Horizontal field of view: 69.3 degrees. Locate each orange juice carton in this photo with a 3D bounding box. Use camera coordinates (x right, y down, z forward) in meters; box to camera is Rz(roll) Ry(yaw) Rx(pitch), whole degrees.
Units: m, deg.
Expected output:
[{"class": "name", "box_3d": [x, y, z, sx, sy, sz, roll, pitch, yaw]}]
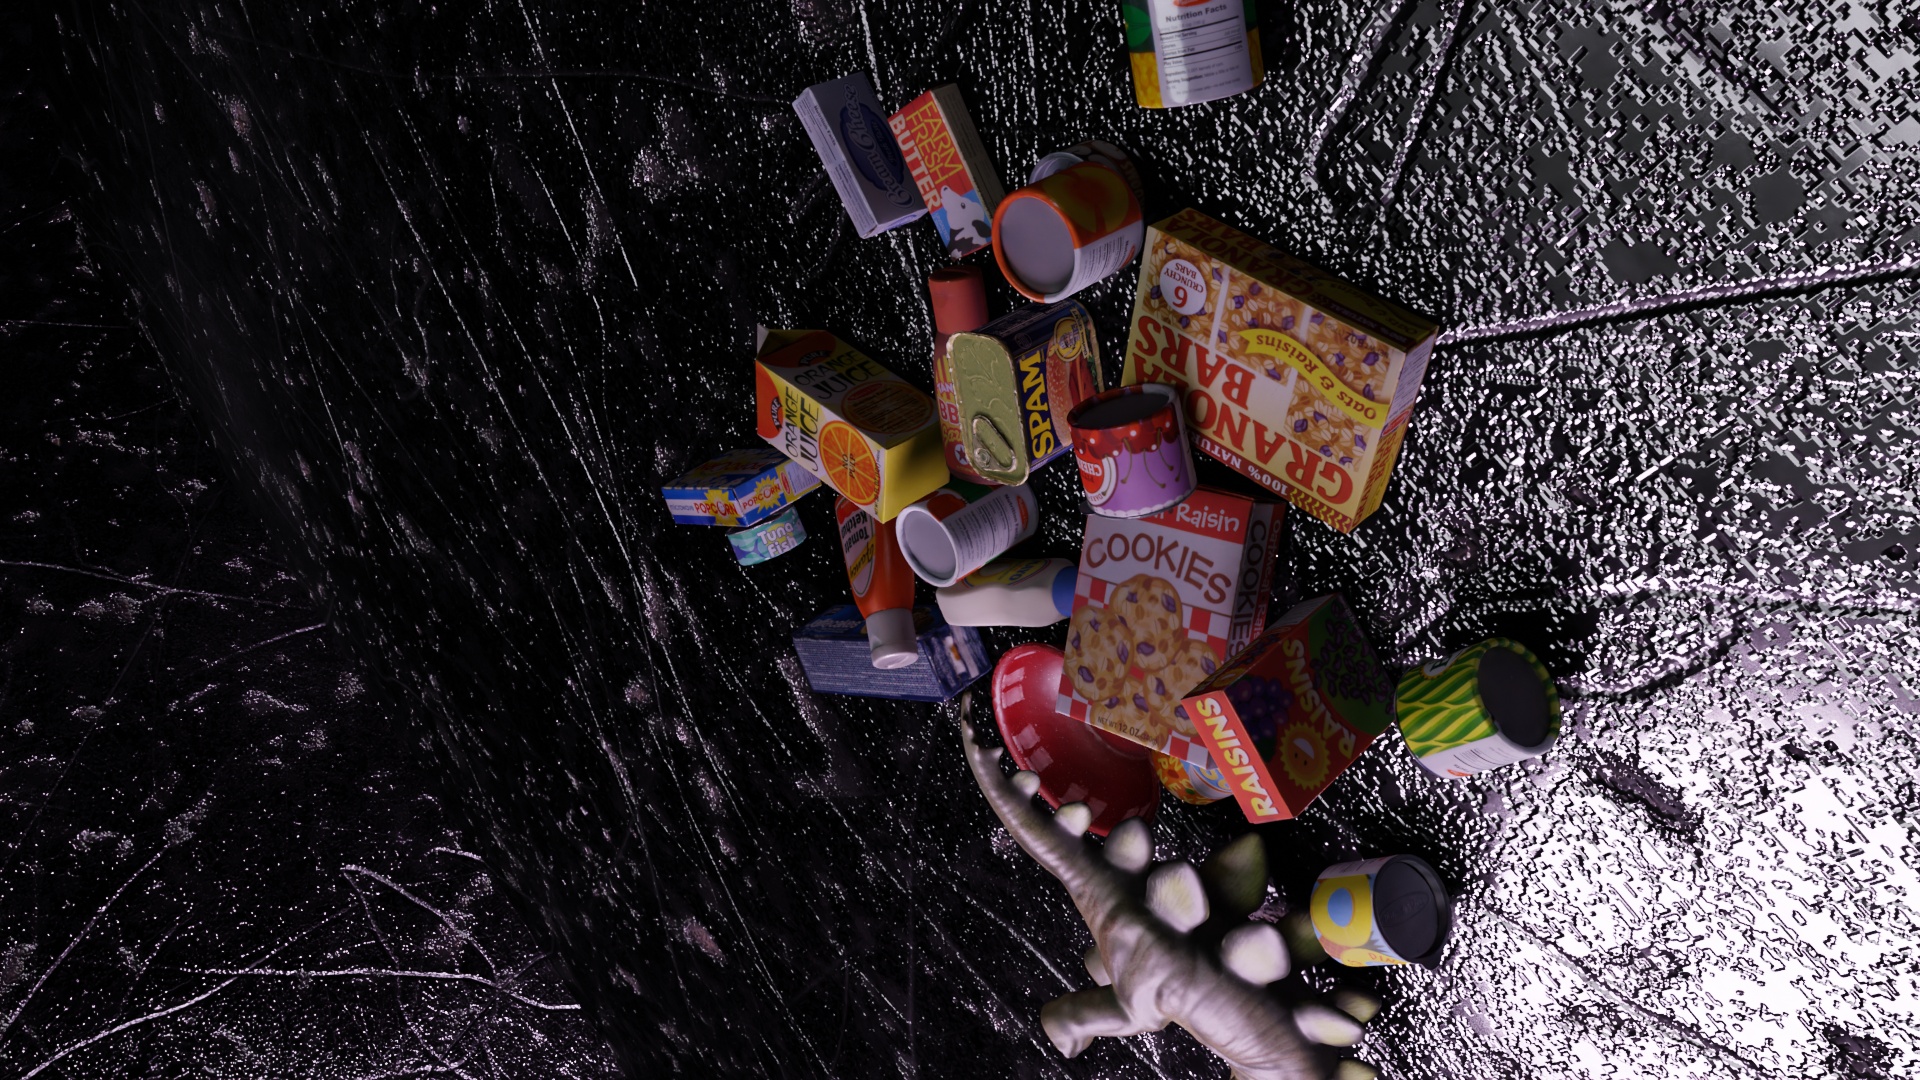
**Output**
[{"class": "orange juice carton", "box_3d": [-0.097, -0.100, 1.075, 0.193, 0.073, 0.071, 35, 138, 31]}]

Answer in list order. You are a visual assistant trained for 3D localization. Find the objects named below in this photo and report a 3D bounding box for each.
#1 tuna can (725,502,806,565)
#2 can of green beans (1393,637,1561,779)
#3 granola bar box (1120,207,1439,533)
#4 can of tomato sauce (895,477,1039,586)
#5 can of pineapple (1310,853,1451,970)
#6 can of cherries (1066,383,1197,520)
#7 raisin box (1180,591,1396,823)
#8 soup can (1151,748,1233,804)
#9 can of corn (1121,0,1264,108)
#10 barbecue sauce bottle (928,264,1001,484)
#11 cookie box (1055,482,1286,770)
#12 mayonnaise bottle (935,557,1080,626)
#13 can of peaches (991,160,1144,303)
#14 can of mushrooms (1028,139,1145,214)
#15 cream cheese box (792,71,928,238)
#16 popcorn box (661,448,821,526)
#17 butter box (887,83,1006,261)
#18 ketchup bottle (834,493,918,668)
[{"class": "tuna can", "box_3d": [-0.172, -0.006, 1.240, 0.071, 0.071, 0.032, -5, 112, 52]}, {"class": "can of green beans", "box_3d": [0.281, 0.091, 0.756, 0.071, 0.071, 0.057, 57, 144, 3]}, {"class": "granola bar box", "box_3d": [0.171, -0.097, 0.778, 0.166, 0.039, 0.123, 35, 139, 30]}, {"class": "can of tomato sauce", "box_3d": [0.004, -0.013, 1.005, 0.071, 0.083, 0.070, 29, 135, 35]}, {"class": "can of pineapple", "box_3d": [0.265, 0.237, 0.878, 0.071, 0.071, 0.057, 59, 146, 0]}, {"class": "can of cherries", "box_3d": [0.097, -0.052, 0.805, 0.071, 0.072, 0.058, 12, 127, 46]}, {"class": "raisin box", "box_3d": [0.196, 0.096, 0.814, 0.040, 0.124, 0.086, -25, 96, 54]}, {"class": "soup can", "box_3d": [0.176, 0.136, 0.915, 0.071, 0.072, 0.083, 56, 145, 5]}, {"class": "can of corn", "box_3d": [0.118, -0.257, 0.707, 0.071, 0.071, 0.058, 13, 125, 46]}, {"class": "barbecue sauce bottle", "box_3d": [0.008, -0.115, 0.961, 0.065, 0.044, 0.148, 18, 128, 44]}, {"class": "cookie box", "box_3d": [0.129, 0.044, 0.873, 0.123, 0.040, 0.167, 16, 100, 44]}, {"class": "mayonnaise bottle", "box_3d": [0.052, 0.037, 1.004, 0.148, 0.065, 0.041, -3, 115, 47]}, {"class": "can of peaches", "box_3d": [0.058, -0.175, 0.783, 0.071, 0.058, 0.071, 29, 135, 33]}, {"class": "can of mushrooms", "box_3d": [0.076, -0.201, 0.823, 0.071, 0.033, 0.070, 30, 135, 35]}, {"class": "cream cheese box", "box_3d": [-0.066, -0.260, 0.938, 0.024, 0.053, 0.103, -21, 98, 53]}, {"class": "popcorn box", "box_3d": [-0.194, -0.048, 1.219, 0.126, 0.085, 0.038, 3, 118, 49]}, {"class": "butter box", "box_3d": [-0.005, -0.239, 0.903, 0.053, 0.024, 0.103, -15, 103, 53]}, {"class": "ketchup bottle", "box_3d": [-0.062, 0.026, 1.095, 0.064, 0.043, 0.149, -37, 57, 46]}]
